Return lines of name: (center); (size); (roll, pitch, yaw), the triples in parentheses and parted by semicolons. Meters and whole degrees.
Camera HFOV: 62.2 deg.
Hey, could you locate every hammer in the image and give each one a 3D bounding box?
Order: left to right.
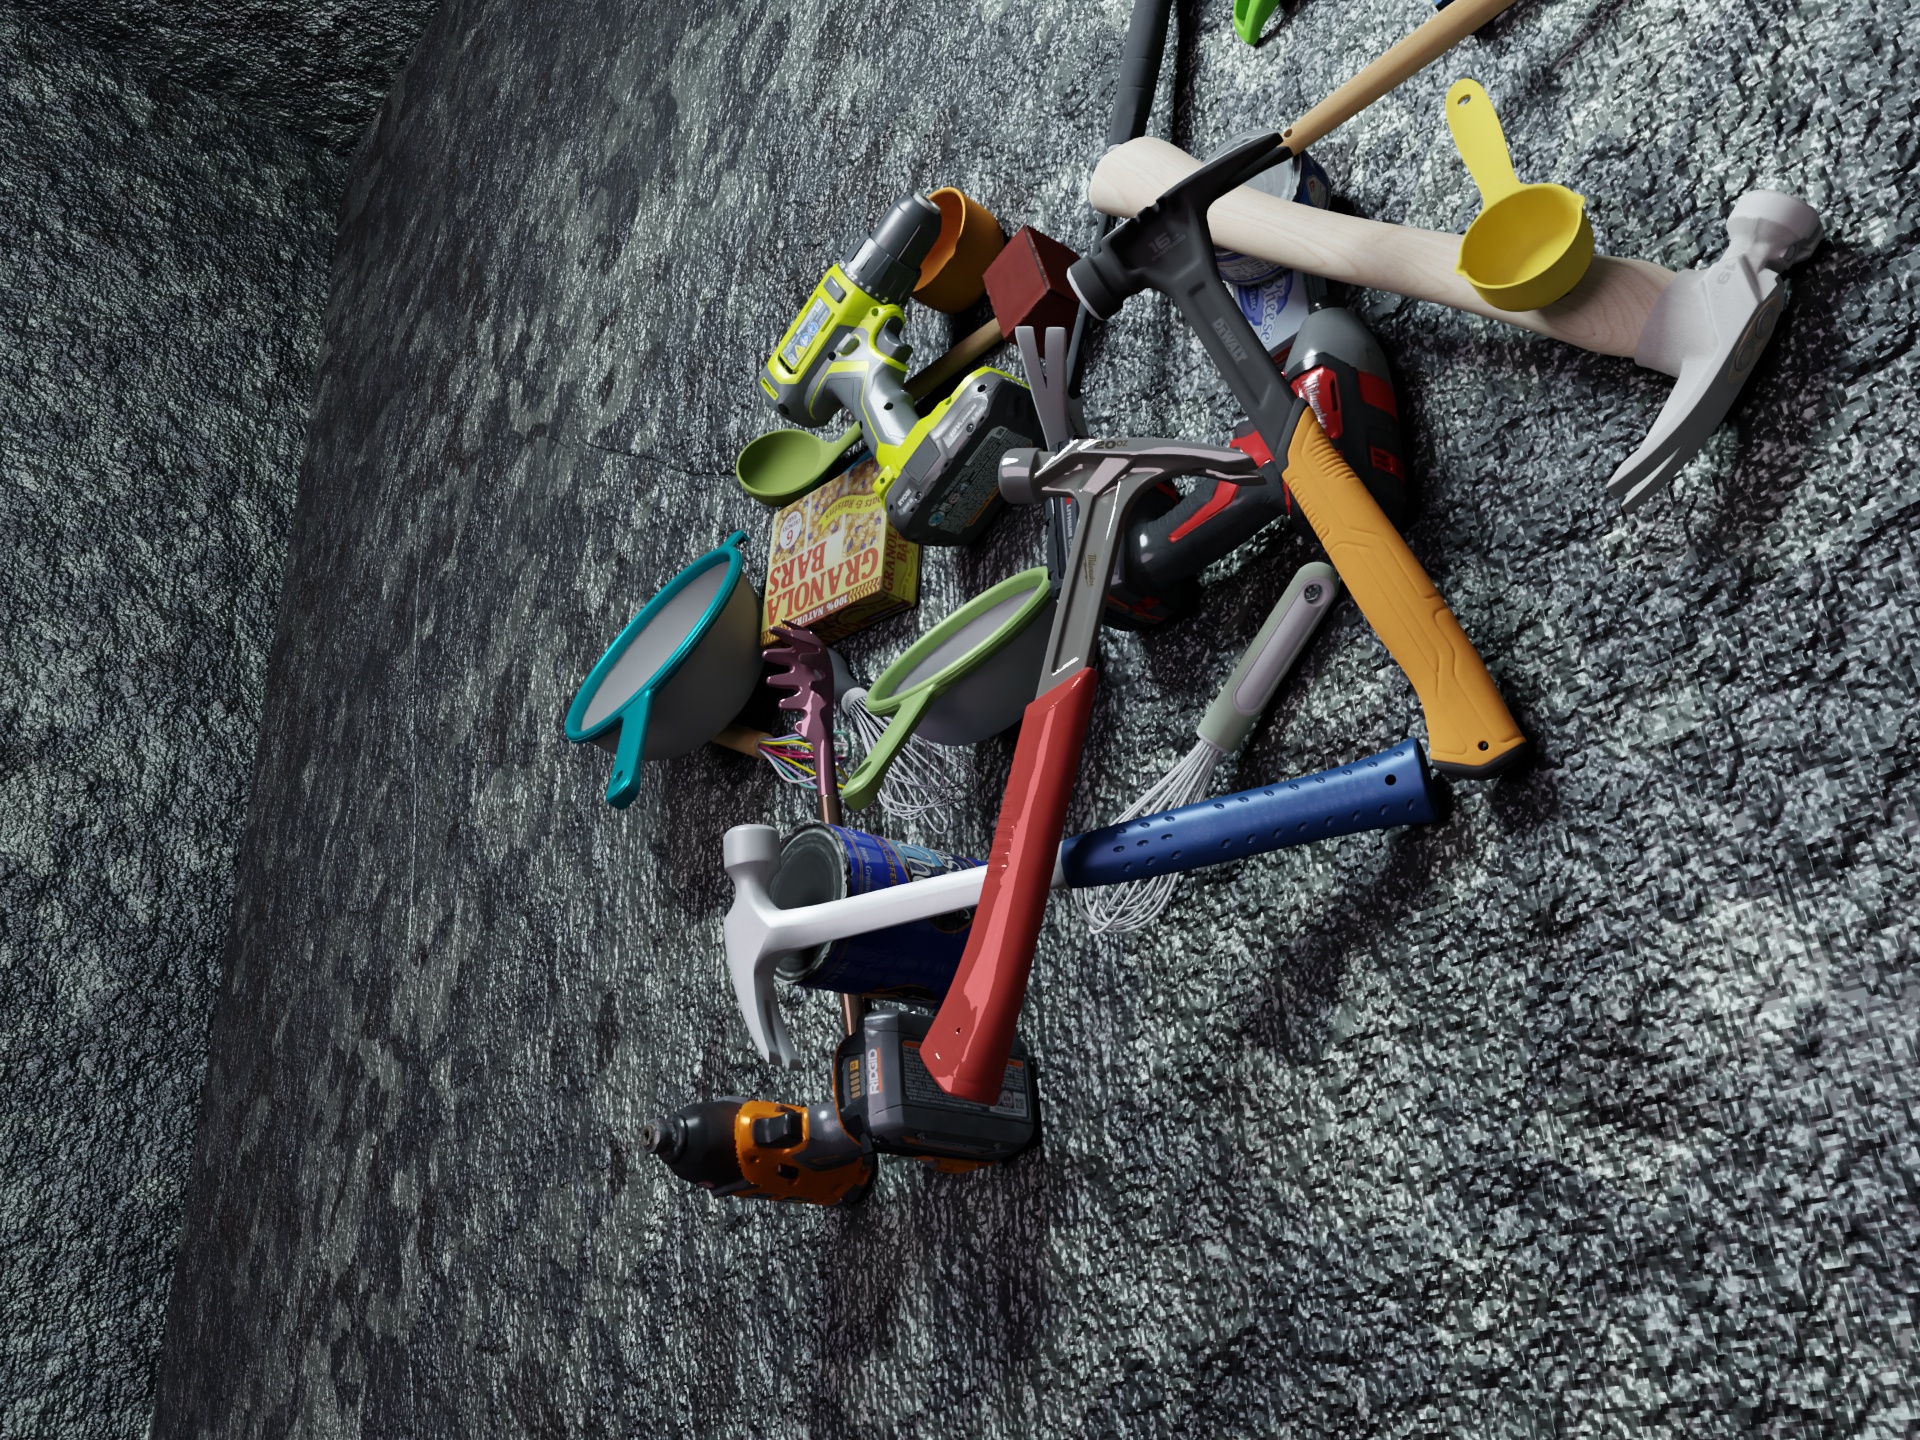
hammer: (0.048, 0.085, 0.850); (0.405, 0.035, 0.144); (-16, 66, 22)
hammer: (0.053, 0.020, 0.828); (0.149, 0.036, 0.359); (6, 75, 29)
hammer: (0.102, -0.363, 1.050); (0.036, 0.149, 0.409); (6, 72, 19)
hammer: (0.184, -0.124, 0.781); (0.127, 0.034, 0.337); (-33, 76, 20)
hammer: (0.210, -0.235, 0.827); (0.411, 0.038, 0.146); (33, 95, 43)

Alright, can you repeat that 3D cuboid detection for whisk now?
whisk: (-0.150, 0.020, 1.277); (0.245, 0.047, 0.051); (13, 88, 58)
whisk: (-0.063, 0.002, 1.162); (0.070, 0.070, 0.285); (-64, 31, 12)
whisk: (0.138, 0.019, 0.890); (0.246, 0.057, 0.059); (-59, 7, 12)

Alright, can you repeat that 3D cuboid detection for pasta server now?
pasta server: (-0.098, 0.081, 1.139); (0.060, 0.040, 0.316); (-27, 67, 56)

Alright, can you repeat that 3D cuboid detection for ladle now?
ladle: (-0.068, -0.256, 1.271); (0.320, 0.062, 0.078); (-26, 41, 42)

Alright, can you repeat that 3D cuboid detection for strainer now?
strainer: (-0.226, -0.008, 1.288); (0.211, 0.095, 0.341); (-40, 25, 18)
strainer: (-0.002, -0.003, 0.992); (0.151, 0.069, 0.256); (-28, 17, 34)

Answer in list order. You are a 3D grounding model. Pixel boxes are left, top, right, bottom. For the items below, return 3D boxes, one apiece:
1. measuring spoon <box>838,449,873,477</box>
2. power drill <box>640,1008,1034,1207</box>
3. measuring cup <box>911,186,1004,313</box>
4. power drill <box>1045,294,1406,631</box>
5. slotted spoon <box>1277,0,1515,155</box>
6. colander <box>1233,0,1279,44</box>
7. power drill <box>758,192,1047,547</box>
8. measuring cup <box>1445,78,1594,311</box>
measuring spoon: (-0.084, -0.196, 1.294); (0.128, 0.021, 0.042); (-32, 8, 47)
power drill: (-0.083, 0.249, 0.990); (0.226, 0.164, 0.084); (-31, 52, 40)
measuring cup: (-0.026, -0.324, 1.241); (0.095, 0.052, 0.173); (44, 111, 51)
power drill: (0.151, -0.145, 0.916); (0.219, 0.078, 0.143); (-22, 60, 44)
slotted spoon: (0.294, -0.390, 0.824); (0.313, 0.031, 0.070); (-31, 52, 31)
colander: (0.280, -0.580, 0.927); (0.396, 0.094, 0.205); (116, 147, -43)
power drill: (-0.037, -0.255, 1.156); (0.190, 0.080, 0.229); (-51, 57, 22)
measuring cup: (0.259, -0.253, 0.757); (0.062, 0.029, 0.157); (-27, 46, 29)
